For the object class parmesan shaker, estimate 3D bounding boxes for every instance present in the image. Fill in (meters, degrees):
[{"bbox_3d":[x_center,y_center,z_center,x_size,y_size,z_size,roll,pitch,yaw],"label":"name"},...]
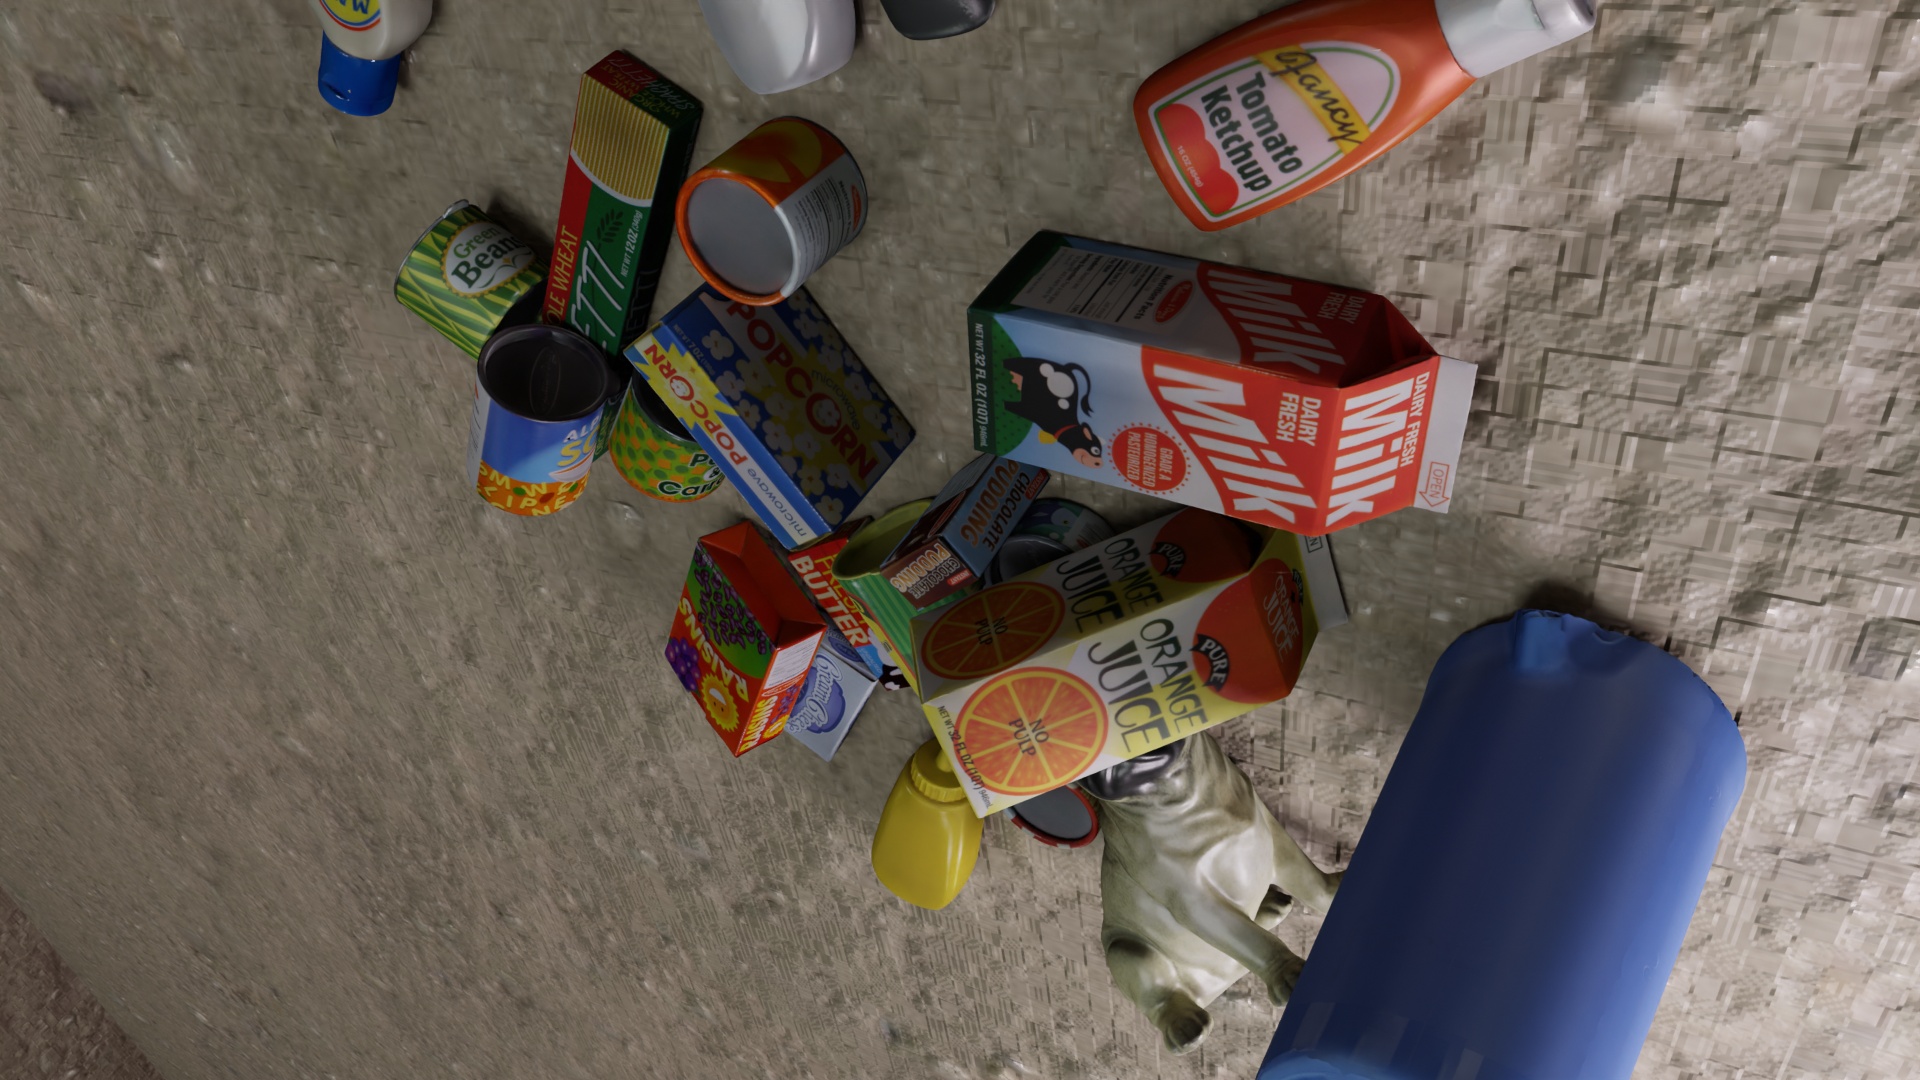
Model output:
[{"bbox_3d":[-0.013,0.040,0.724,0.071,0.072,0.103,-14,118,41],"label":"parmesan shaker"}]

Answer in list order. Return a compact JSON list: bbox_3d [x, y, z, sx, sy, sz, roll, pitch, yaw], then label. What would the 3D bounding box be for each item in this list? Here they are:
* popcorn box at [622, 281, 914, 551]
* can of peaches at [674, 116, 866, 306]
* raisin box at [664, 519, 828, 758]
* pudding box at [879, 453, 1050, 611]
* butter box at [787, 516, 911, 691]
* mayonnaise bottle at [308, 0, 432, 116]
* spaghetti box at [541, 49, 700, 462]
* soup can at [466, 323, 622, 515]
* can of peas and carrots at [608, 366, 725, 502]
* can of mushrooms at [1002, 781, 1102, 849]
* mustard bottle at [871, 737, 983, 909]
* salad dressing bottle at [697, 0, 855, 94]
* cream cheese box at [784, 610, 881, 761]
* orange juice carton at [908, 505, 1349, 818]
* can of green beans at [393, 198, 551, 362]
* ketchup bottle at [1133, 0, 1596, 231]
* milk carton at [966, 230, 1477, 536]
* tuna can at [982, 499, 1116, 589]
[{"bbox_3d":[-0.088,-0.070,0.669,0.038,0.085,0.126,-22,112,44],"label":"popcorn box"},{"bbox_3d":[-0.087,-0.147,0.621,0.071,0.058,0.070,18,134,19],"label":"can of peaches"},{"bbox_3d":[-0.130,0.060,0.824,0.086,0.040,0.122,51,142,20],"label":"raisin box"},{"bbox_3d":[0.002,-0.008,0.663,0.030,0.084,0.049,48,136,-12],"label":"pudding box"},{"bbox_3d":[-0.047,0.037,0.780,0.053,0.024,0.103,-17,116,41],"label":"butter box"},{"bbox_3d":[-0.279,-0.268,0.656,0.065,0.041,0.147,36,137,-1],"label":"mayonnaise bottle"},{"bbox_3d":[-0.186,-0.134,0.721,0.050,0.029,0.248,34,138,3],"label":"spaghetti box"},{"bbox_3d":[-0.222,-0.062,0.737,0.071,0.072,0.083,34,138,3],"label":"soup can"},{"bbox_3d":[-0.145,-0.060,0.729,0.071,0.071,0.058,38,139,0],"label":"can of peas and carrots"},{"bbox_3d":[0.057,0.144,0.797,0.071,0.034,0.070,18,134,20],"label":"can of mushrooms"},{"bbox_3d":[-0.015,0.165,0.853,0.065,0.049,0.159,26,136,12],"label":"mustard bottle"},{"bbox_3d":[-0.087,-0.253,0.541,0.064,0.044,0.147,2,126,35],"label":"salad dressing bottle"},{"bbox_3d":[-0.083,0.091,0.851,0.053,0.024,0.103,34,138,3],"label":"cream cheese box"},{"bbox_3d":[0.079,0.046,0.631,0.193,0.073,0.071,-22,118,4],"label":"orange juice carton"},{"bbox_3d":[-0.255,-0.135,0.739,0.058,0.071,0.071,38,138,-1],"label":"can of green beans"},{"bbox_3d":[0.134,-0.159,0.473,0.148,0.044,0.064,-16,116,41],"label":"ketchup bottle"},{"bbox_3d":[0.103,-0.061,0.557,0.191,0.074,0.072,15,133,22],"label":"milk carton"},{"bbox_3d":[0.046,0.015,0.692,0.071,0.033,0.070,18,134,20],"label":"tuna can"}]
